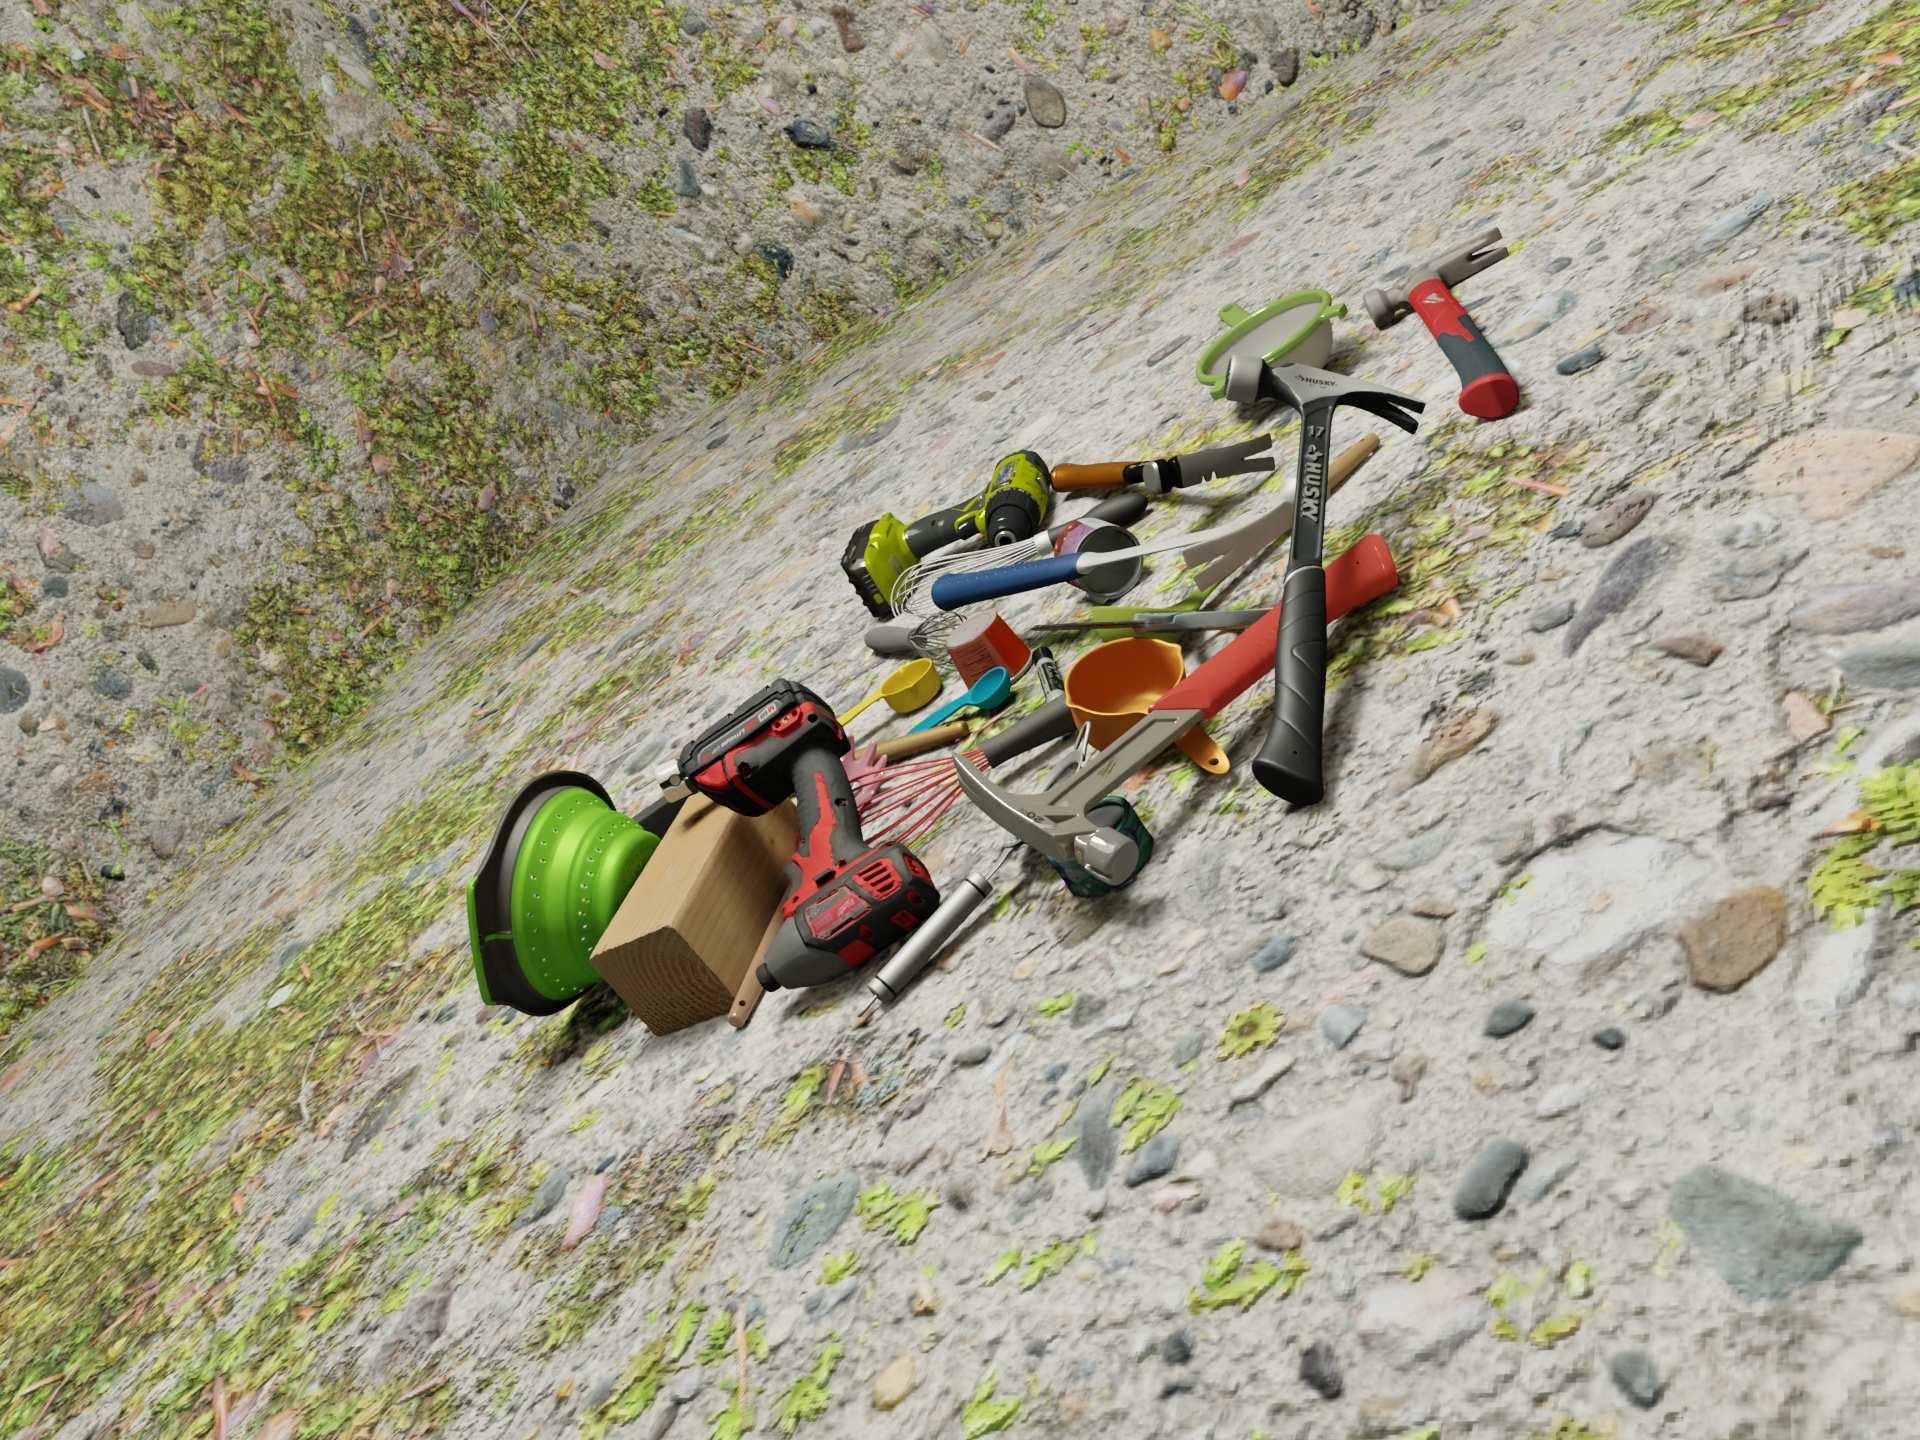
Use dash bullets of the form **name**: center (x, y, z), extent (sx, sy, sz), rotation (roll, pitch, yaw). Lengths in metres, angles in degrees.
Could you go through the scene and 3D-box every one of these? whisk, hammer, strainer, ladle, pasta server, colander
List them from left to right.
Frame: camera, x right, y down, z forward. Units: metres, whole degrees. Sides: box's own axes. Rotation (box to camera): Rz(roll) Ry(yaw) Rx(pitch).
- **colander**: center (-0.275, 0.122, 1.386), extent (0.094, 0.204, 0.397), rotation (2, 16, 17)
- **hammer**: center (-0.197, 0.025, 1.449), extent (0.146, 0.035, 0.335), rotation (-26, 2, -7)
- **pasta server**: center (-0.126, 0.122, 1.276), extent (0.060, 0.040, 0.316), rotation (15, 39, 5)
- **whisk**: center (-0.046, -0.080, 1.569), extent (0.055, 0.055, 0.239), rotation (-42, 19, -18)
- **whisk**: center (0.003, 0.037, 1.242), extent (0.296, 0.073, 0.073), rotation (-28, 22, 2)
- **strainer**: center (0.019, 0.109, 1.095), extent (0.258, 0.050, 0.087), rotation (-46, 6, -12)
- **whisk**: center (0.055, -0.166, 1.589), extent (0.284, 0.070, 0.070), rotation (-22, 24, 18)
- **hammer**: center (0.107, -0.130, 1.316), extent (0.144, 0.035, 0.405), rotation (-37, 18, -34)
- **hammer**: center (0.177, -0.248, 1.578), extent (0.127, 0.034, 0.337), rotation (-15, 11, -17)
- **hammer**: center (0.167, -0.029, 1.087), extent (0.359, 0.036, 0.149), rotation (-37, 47, -25)
- **ladle**: center (0.235, -0.155, 1.309), extent (0.320, 0.062, 0.078), rotation (-40, 19, -20)
- **strainer**: center (0.314, -0.383, 1.645), extent (0.151, 0.069, 0.257), rotation (-33, 21, 11)
- **hammer**: center (0.243, -0.110, 1.098), extent (0.149, 0.036, 0.409), rotation (9, 51, 5)
- **hammer**: center (0.458, -0.356, 1.425), extent (0.143, 0.038, 0.387), rotation (-26, 23, 18)

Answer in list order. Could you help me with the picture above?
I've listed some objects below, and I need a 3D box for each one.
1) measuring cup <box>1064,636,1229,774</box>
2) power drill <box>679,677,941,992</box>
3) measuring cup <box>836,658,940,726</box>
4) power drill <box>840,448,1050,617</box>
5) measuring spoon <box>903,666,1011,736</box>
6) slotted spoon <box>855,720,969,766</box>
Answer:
- **measuring cup**: center (0.142, 0.007, 1.124), extent (0.095, 0.052, 0.174), rotation (-28, 40, -11)
- **power drill**: center (-0.118, 0.089, 1.172), extent (0.143, 0.078, 0.220), rotation (-36, 56, 8)
- **measuring cup**: center (-0.085, -0.002, 1.483), extent (0.156, 0.029, 0.062), rotation (-35, 22, 0)
- **power drill**: center (-0.011, -0.199, 1.723), extent (0.228, 0.080, 0.191), rotation (-23, 24, 21)
- **measuring spoon**: center (-0.002, -0.004, 1.396), extent (0.128, 0.021, 0.042), rotation (-33, 27, 31)
- **slotted spoon**: center (-0.119, 0.043, 1.445), extent (0.314, 0.031, 0.070), rotation (-17, 23, 34)
